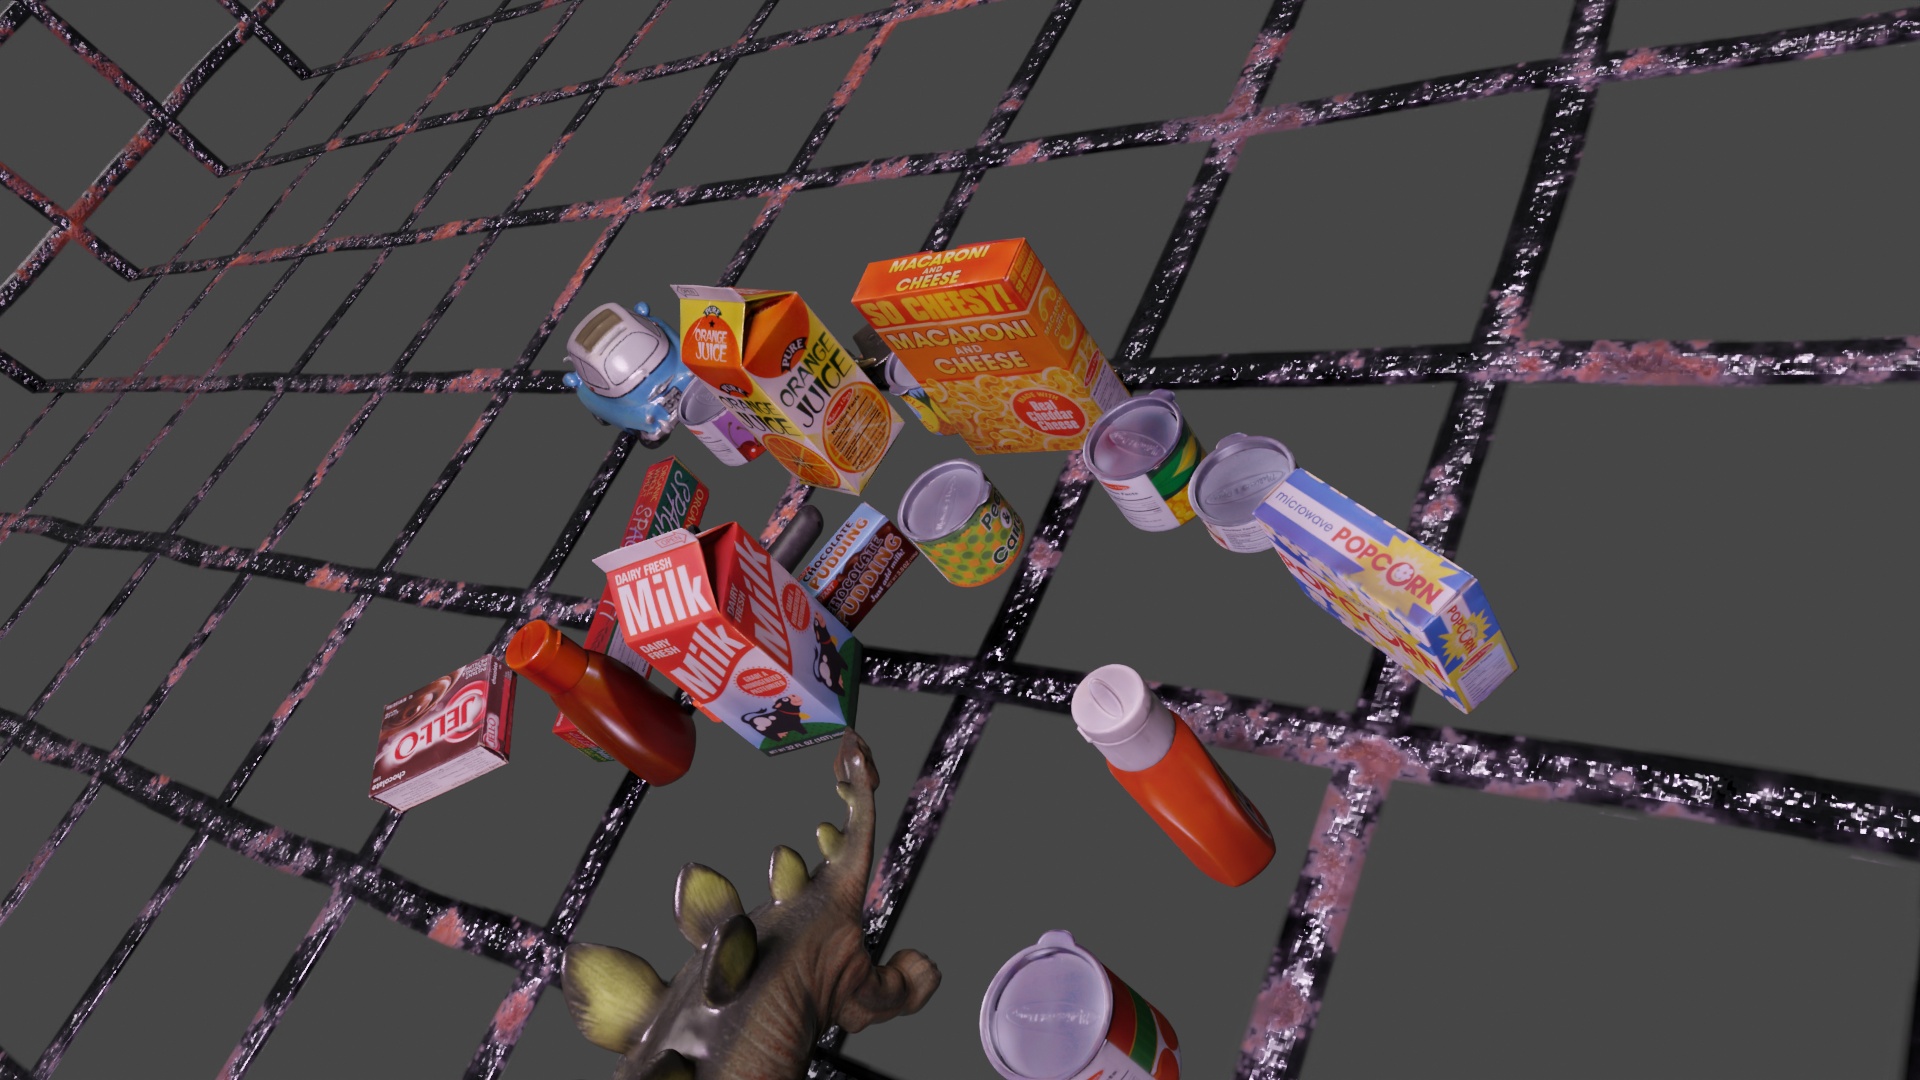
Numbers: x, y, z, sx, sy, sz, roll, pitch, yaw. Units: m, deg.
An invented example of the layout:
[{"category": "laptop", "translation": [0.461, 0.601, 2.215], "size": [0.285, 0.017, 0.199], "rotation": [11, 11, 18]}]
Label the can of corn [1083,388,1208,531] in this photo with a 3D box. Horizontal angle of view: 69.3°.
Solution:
[{"category": "can of corn", "translation": [0.120, -0.049, 0.866], "size": [0.071, 0.058, 0.071], "rotation": [-20, 46, 22]}]

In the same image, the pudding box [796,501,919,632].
[{"category": "pudding box", "translation": [-0.074, 0.021, 0.956], "size": [0.084, 0.049, 0.030], "rotation": [-49, 42, -9]}]

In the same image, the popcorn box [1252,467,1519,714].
[{"category": "popcorn box", "translation": [0.216, 0.024, 0.712], "size": [0.038, 0.085, 0.127], "rotation": [-44, 42, -3]}]

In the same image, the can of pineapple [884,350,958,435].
[{"category": "can of pineapple", "translation": [-0.015, -0.118, 1.025], "size": [0.071, 0.057, 0.071], "rotation": [-20, 46, 22]}]

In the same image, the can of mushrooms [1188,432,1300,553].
[{"category": "can of mushrooms", "translation": [0.173, -0.029, 0.828], "size": [0.071, 0.033, 0.071], "rotation": [-20, 46, 22]}]

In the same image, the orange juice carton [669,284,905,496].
[{"category": "orange juice carton", "translation": [-0.130, -0.120, 1.010], "size": [0.072, 0.192, 0.073], "rotation": [12, 64, 42]}]

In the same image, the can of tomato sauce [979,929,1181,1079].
[{"category": "can of tomato sauce", "translation": [0.058, 0.233, 0.652], "size": [0.071, 0.083, 0.071], "rotation": [-20, 46, 22]}]

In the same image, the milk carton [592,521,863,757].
[{"category": "milk carton", "translation": [-0.142, 0.055, 0.871], "size": [0.072, 0.190, 0.074], "rotation": [-19, 46, 24]}]

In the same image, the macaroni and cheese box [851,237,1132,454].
[{"category": "macaroni and cheese box", "translation": [0.025, -0.123, 0.918], "size": [0.123, 0.166, 0.040], "rotation": [-1, 55, 36]}]

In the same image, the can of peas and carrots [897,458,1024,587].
[{"category": "can of peas and carrots", "translation": [0.003, -0.012, 0.919], "size": [0.071, 0.058, 0.071], "rotation": [-20, 46, 22]}]

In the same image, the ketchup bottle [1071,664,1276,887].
[{"category": "ketchup bottle", "translation": [0.101, 0.113, 0.673], "size": [0.043, 0.148, 0.065], "rotation": [-42, 41, 0]}]

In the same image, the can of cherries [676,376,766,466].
[{"category": "can of cherries", "translation": [-0.187, -0.106, 1.141], "size": [0.071, 0.058, 0.072], "rotation": [-20, 46, 22]}]

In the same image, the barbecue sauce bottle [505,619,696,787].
[{"category": "barbecue sauce bottle", "translation": [-0.238, 0.106, 0.930], "size": [0.043, 0.148, 0.065], "rotation": [-29, 43, 14]}]

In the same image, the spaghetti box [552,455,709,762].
[{"category": "spaghetti box", "translation": [-0.246, 0.047, 1.060], "size": [0.028, 0.050, 0.251], "rotation": [-12, 49, 29]}]
